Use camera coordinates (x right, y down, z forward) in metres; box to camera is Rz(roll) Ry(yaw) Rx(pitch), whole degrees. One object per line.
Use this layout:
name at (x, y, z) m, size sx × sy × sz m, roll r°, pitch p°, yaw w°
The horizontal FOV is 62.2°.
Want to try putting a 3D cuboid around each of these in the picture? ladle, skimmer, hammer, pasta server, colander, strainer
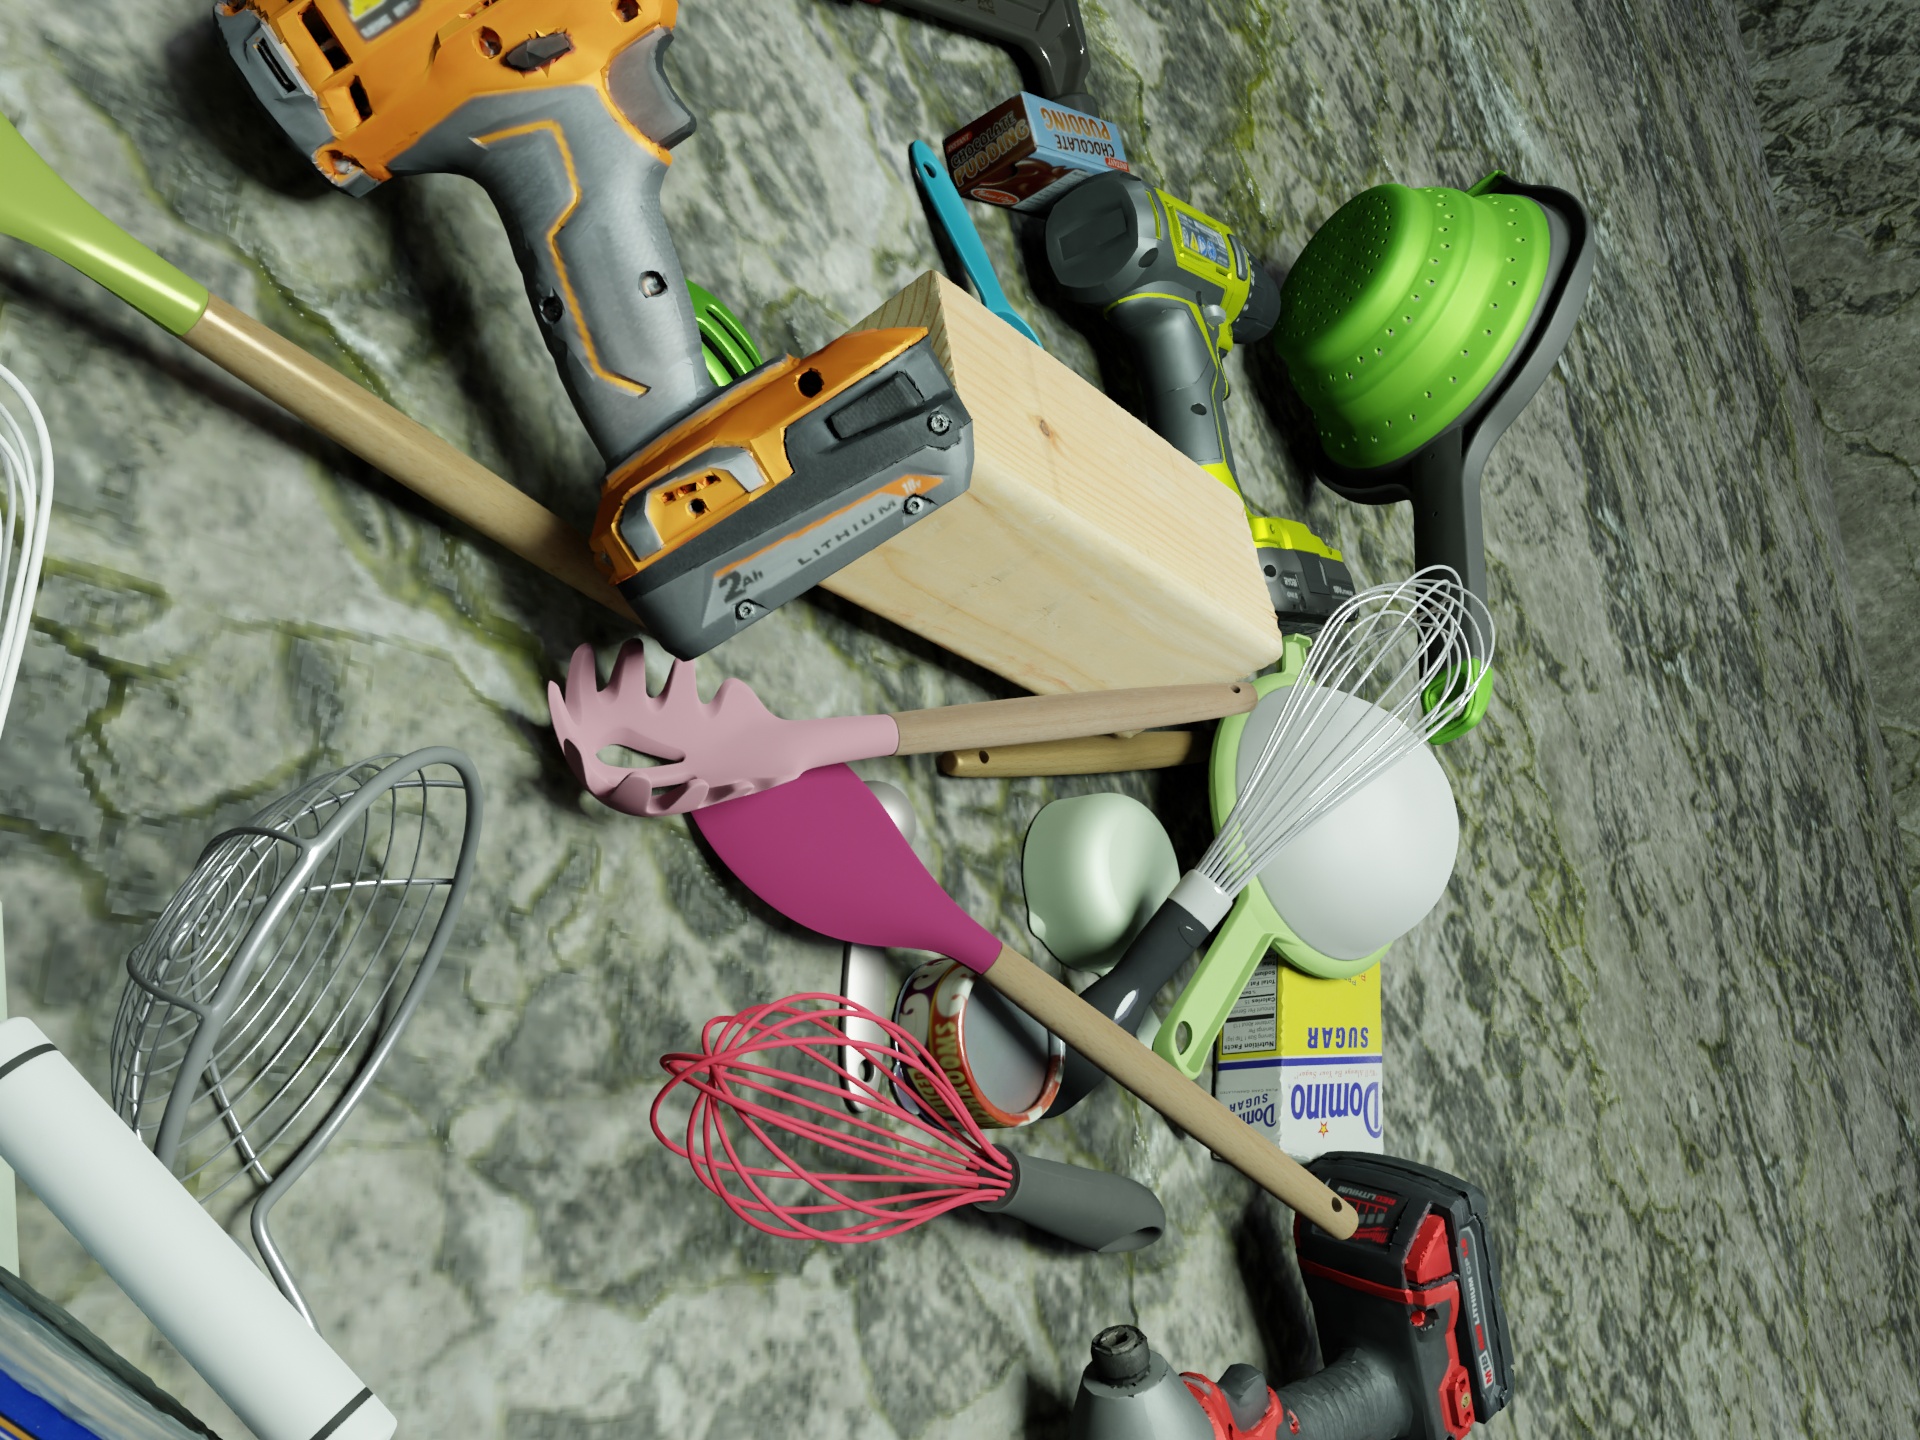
ladle at (-0.195, -0.092, 0.437) m, size 0.319 × 0.062 × 0.078 m, roll 35°, pitch 50°, yaw -47°
skimmer at (-0.116, 0.191, 0.385) m, size 0.127 × 0.090 × 0.363 m, roll -46°, pitch 121°, yaw -83°
hammer at (-0.057, -0.340, 0.683) m, size 0.359 × 0.037 × 0.149 m, roll -13°, pitch 87°, yaw -52°
pasta server at (-0.001, -0.002, 0.578) m, size 0.316 × 0.040 × 0.060 m, roll -6°, pitch 53°, yaw -36°
colander at (0.233, -0.167, 0.852) m, size 0.094 × 0.204 × 0.397 m, roll 27°, pitch 51°, yaw -22°
strainer at (0.163, 0.070, 0.715) m, size 0.151 × 0.069 × 0.256 m, roll 57°, pitch 44°, yaw -12°
strainer at (-0.188, 0.059, 0.302) m, size 0.258 × 0.087 × 0.050 m, roll 45°, pitch 2°, yaw 3°
ladle at (0.098, 0.013, 0.758) m, size 0.315 × 0.031 × 0.069 m, roll -2°, pitch 77°, yaw -49°

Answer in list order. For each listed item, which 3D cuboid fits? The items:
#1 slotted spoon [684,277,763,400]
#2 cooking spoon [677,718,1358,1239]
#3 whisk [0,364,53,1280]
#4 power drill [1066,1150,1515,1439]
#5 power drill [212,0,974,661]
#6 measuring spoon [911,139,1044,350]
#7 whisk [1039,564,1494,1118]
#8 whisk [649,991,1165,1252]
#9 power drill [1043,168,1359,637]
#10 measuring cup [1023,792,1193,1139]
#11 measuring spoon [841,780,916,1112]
slotted spoon at (-0.157, -0.206, 0.524) m, size 0.313 × 0.031 × 0.070 m, roll 52°, pitch 44°, yaw -23°
cooking spoon at (0.030, 0.101, 0.584) m, size 0.318 × 0.017 × 0.069 m, roll 39°, pitch 48°, yaw -14°
whisk at (-0.225, 0.032, 0.349) m, size 0.057 × 0.059 × 0.246 m, roll -5°, pitch 84°, yaw -14°
power drill at (0.129, 0.268, 0.639) m, size 0.219 × 0.078 × 0.143 m, roll -22°, pitch 104°, yaw -39°
power drill at (-0.086, -0.151, 0.472) m, size 0.226 × 0.164 × 0.084 m, roll 57°, pitch 5°, yaw -13°
measuring spoon at (0.001, -0.204, 0.727) m, size 0.042 × 0.021 × 0.128 m, roll -20°, pitch 84°, yaw -51°
whisk at (0.117, 0.048, 0.649) m, size 0.284 × 0.070 × 0.070 m, roll -49°, pitch 122°, yaw -7°
whisk at (0.002, 0.152, 0.539) m, size 0.295 × 0.073 × 0.073 m, roll 37°, pitch 51°, yaw -50°
power drill at (0.131, -0.153, 0.814) m, size 0.190 × 0.080 × 0.228 m, roll -1°, pitch 77°, yaw -56°
measuring cup at (0.083, 0.109, 0.694) m, size 0.083 × 0.038 × 0.167 m, roll -35°, pitch 103°, yaw -50°
measuring spoon at (-0.029, 0.081, 0.585) m, size 0.034 × 0.018 × 0.124 m, roll 23°, pitch 61°, yaw -45°
